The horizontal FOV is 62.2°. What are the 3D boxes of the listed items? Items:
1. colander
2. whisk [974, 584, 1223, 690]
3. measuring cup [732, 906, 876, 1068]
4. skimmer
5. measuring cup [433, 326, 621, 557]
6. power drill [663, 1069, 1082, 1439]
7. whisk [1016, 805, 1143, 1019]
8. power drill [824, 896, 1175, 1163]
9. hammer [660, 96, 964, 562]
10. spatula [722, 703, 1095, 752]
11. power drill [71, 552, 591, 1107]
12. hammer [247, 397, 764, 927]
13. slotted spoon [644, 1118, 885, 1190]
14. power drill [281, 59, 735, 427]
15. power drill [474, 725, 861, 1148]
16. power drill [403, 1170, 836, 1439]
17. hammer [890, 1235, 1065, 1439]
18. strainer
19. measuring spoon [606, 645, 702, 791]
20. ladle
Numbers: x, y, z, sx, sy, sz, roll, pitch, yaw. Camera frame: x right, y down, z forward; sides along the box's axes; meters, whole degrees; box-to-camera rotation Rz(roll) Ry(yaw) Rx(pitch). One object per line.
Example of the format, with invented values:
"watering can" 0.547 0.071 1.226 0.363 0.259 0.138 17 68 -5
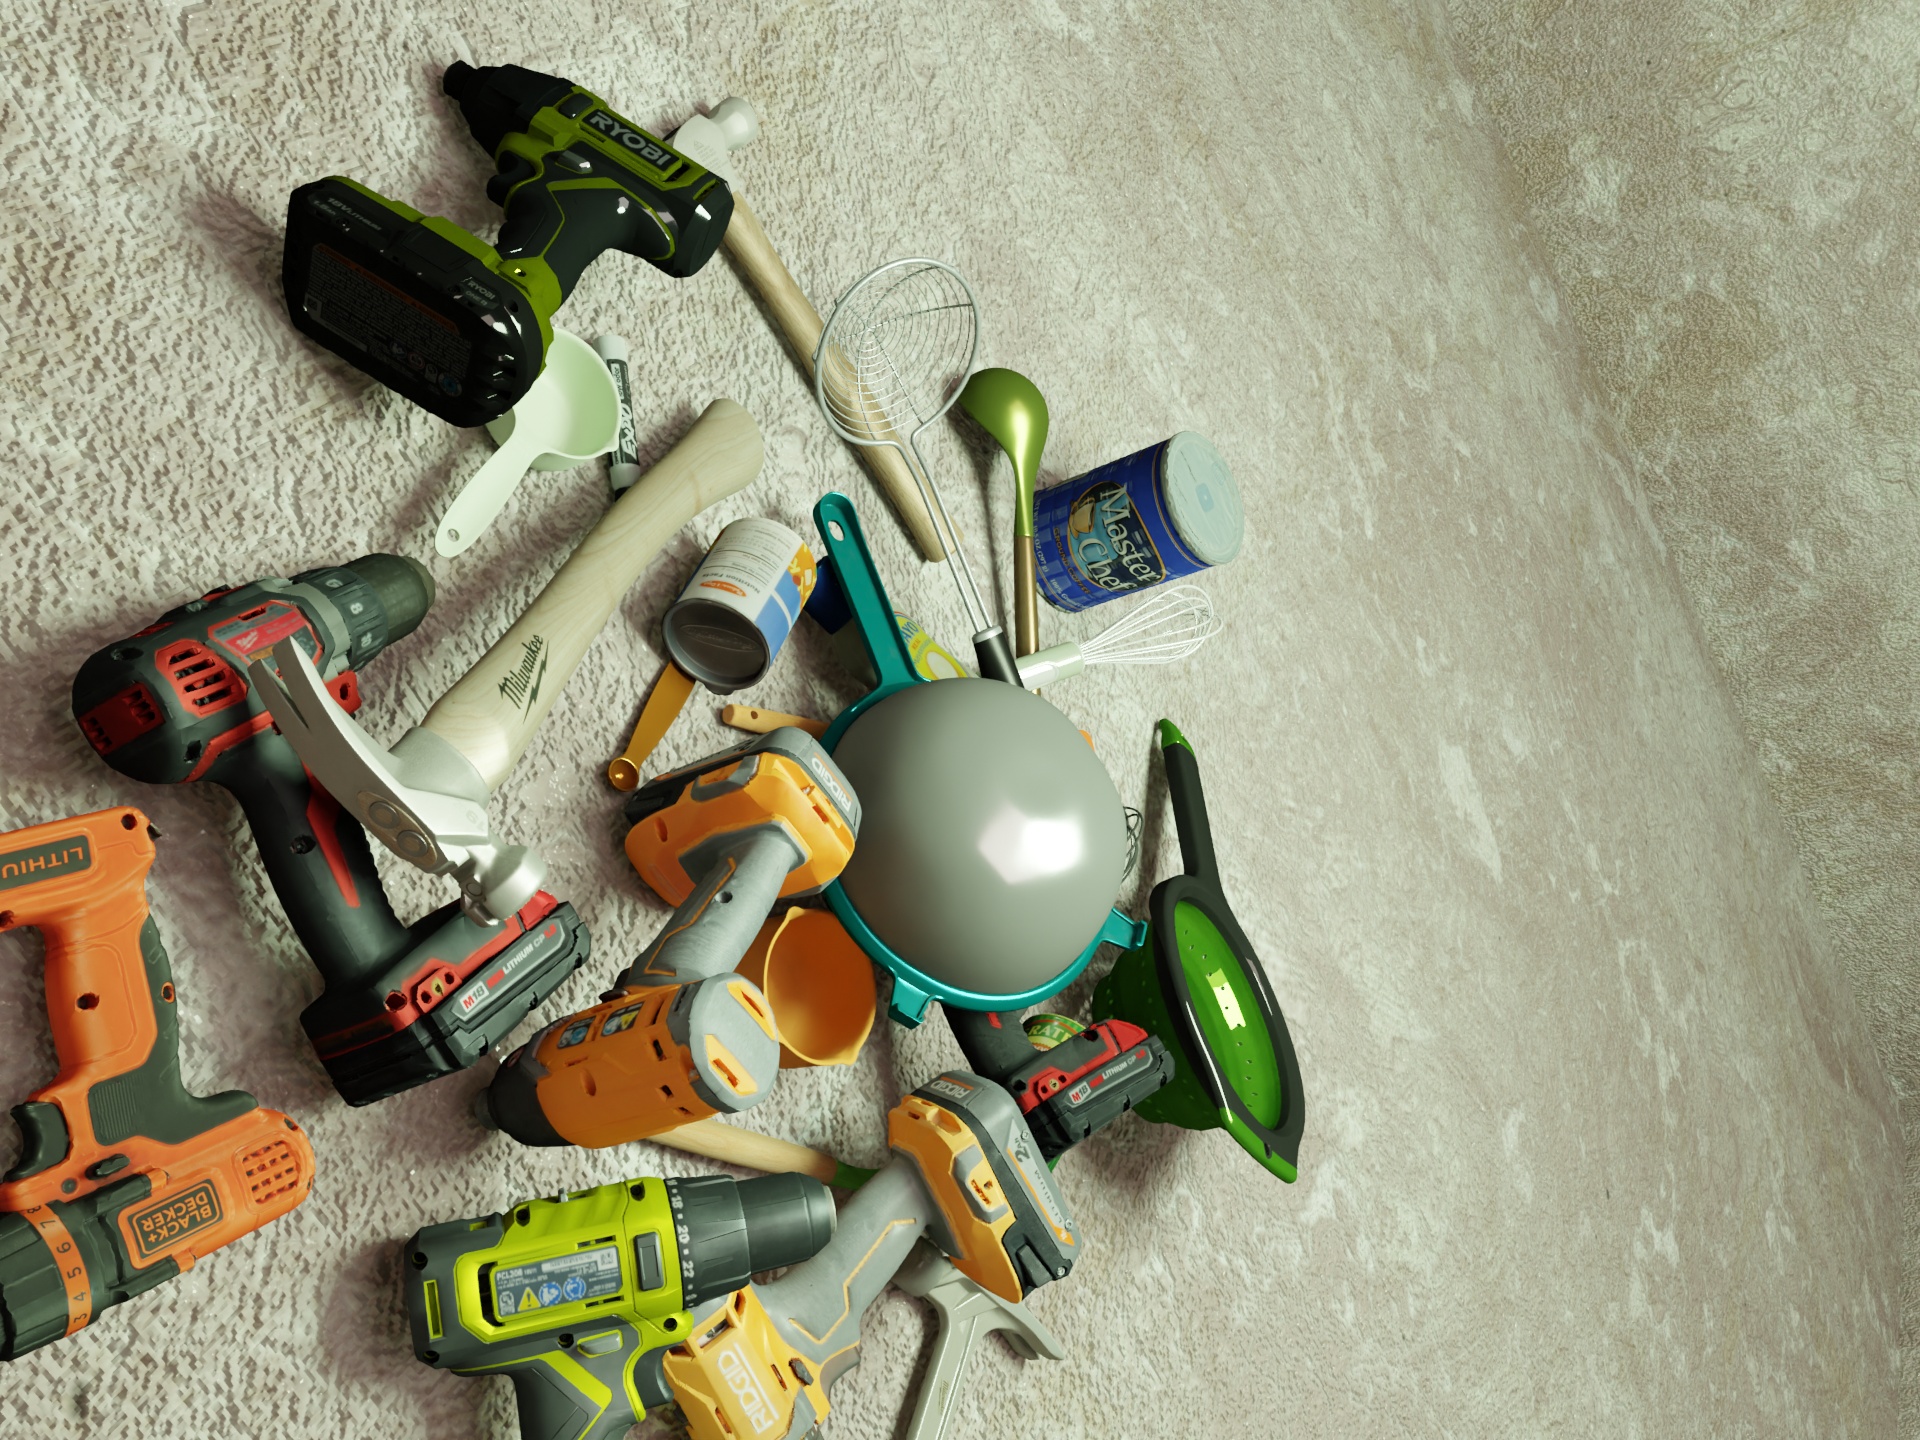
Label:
"colander" 0.154 0.161 1.187 0.204 0.094 0.398 45 28 -38
"whisk" 0.089 -0.047 1.146 0.246 0.059 0.057 -19 124 -28
"measuring cup" -0.120 0.167 0.871 0.173 0.052 0.095 -28 99 -49
"skimmer" 0.007 -0.115 1.040 0.127 0.090 0.363 -25 98 -26
"measuring cup" -0.242 -0.141 0.847 0.083 0.038 0.168 48 47 -29
"power drill" -0.045 0.317 0.843 0.226 0.084 0.185 -31 104 -26
"whisk" 0.068 0.139 1.115 0.055 0.055 0.239 57 46 -20
"power drill" 0.025 0.156 0.980 0.143 0.078 0.220 -19 69 -44
"hammer" -0.095 -0.246 1.064 0.331 0.031 0.130 56 41 -21
"spatula" -0.022 0.022 1.048 0.322 0.041 0.081 15 65 -46
"power drill" -0.264 0.035 0.720 0.226 0.080 0.188 61 28 -11
"hammer" -0.193 -0.078 0.813 0.146 0.038 0.411 51 31 -20
"slotted spoon" -0.092 0.247 0.885 0.313 0.031 0.070 28 16 -37
"power drill" -0.242 -0.264 0.836 0.171 0.080 0.223 31 46 -2
"power drill" -0.146 0.113 0.793 0.084 0.164 0.227 55 30 -26
"power drill" -0.139 0.322 0.718 0.190 0.080 0.228 -7 84 -17
"hammer" -0.038 0.478 0.869 0.149 0.037 0.359 48 45 -29
"strainer" -0.001 -0.003 0.935 0.211 0.095 0.340 -11 72 -38
"measuring spoon" -0.173 -0.003 0.903 0.021 0.011 0.117 45 43 -24
"ladle" 0.038 -0.107 1.177 0.078 0.062 0.320 6 79 -50
